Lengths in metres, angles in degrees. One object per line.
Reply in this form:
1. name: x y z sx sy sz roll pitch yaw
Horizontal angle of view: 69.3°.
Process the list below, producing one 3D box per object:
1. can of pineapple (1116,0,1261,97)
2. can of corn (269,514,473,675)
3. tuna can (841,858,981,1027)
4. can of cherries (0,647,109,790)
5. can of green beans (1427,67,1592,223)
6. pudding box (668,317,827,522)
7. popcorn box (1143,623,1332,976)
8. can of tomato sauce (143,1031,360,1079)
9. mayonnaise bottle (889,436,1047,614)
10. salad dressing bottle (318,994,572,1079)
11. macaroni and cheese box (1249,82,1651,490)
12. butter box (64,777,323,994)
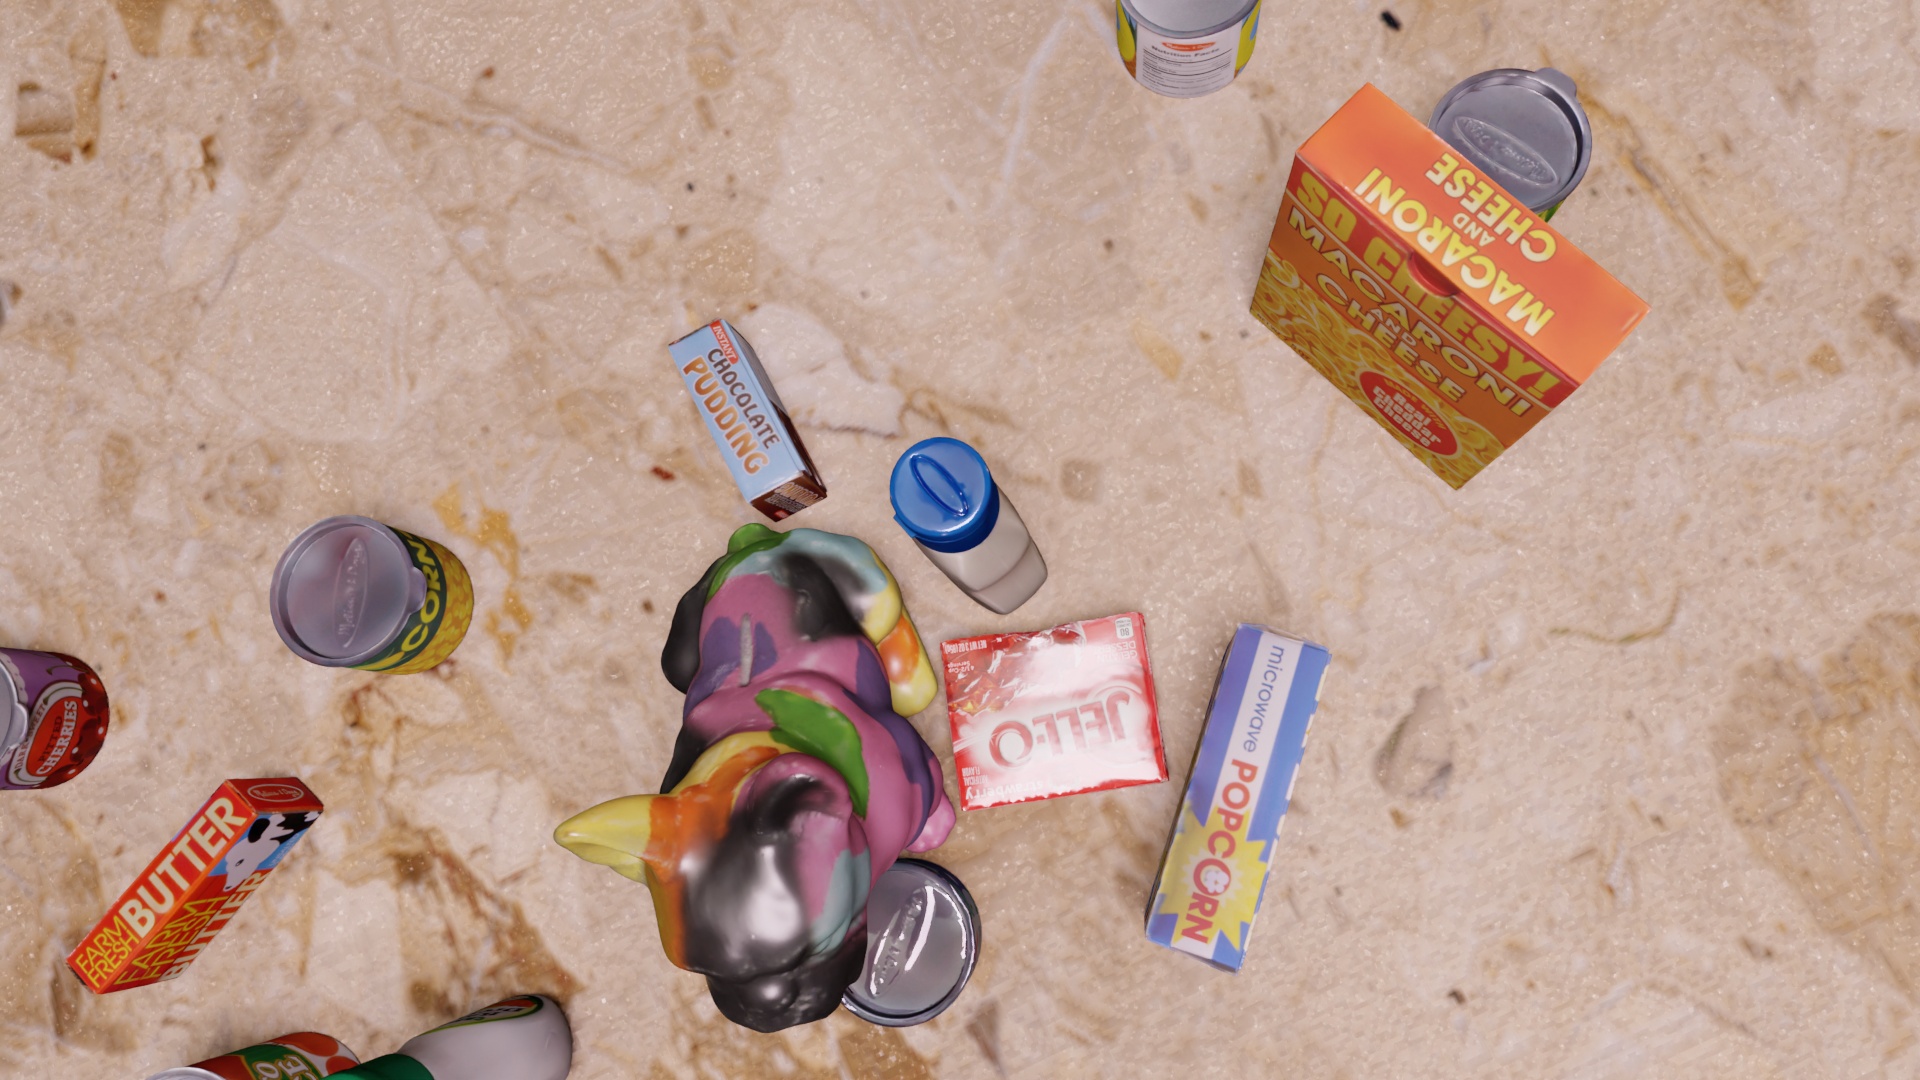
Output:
1. can of pineapple: 0.103 -0.245 0.629 0.071 0.058 0.071 -1 80 7
2. can of corn: -0.260 0.026 0.623 0.071 0.058 0.071 -1 80 7
3. tuna can: -0.027 0.167 0.584 0.071 0.033 0.071 -1 80 6
4. can of cherries: -0.436 0.082 0.634 0.071 0.058 0.071 -1 80 7
5. can of green beans: 0.229 -0.160 0.600 0.071 0.057 0.071 -1 80 7
6. pudding box: -0.094 -0.053 0.623 0.030 0.049 0.084 -29 78 1
7. popcorn box: 0.109 0.100 0.553 0.038 0.085 0.127 17 83 9
8. can of tomato sauce: -0.295 0.244 0.576 0.071 0.083 0.071 -1 80 7
9. mayonnaise bottle: 0.002 -0.007 0.553 0.041 0.148 0.065 -42 78 -1
10. salad dressing bottle: -0.200 0.210 0.538 0.064 0.147 0.044 -17 79 4
11. macaroni and cheese box: 0.177 -0.088 0.538 0.124 0.166 0.040 44 88 11
12. butter box: -0.335 0.151 0.613 0.024 0.053 0.103 40 87 11
